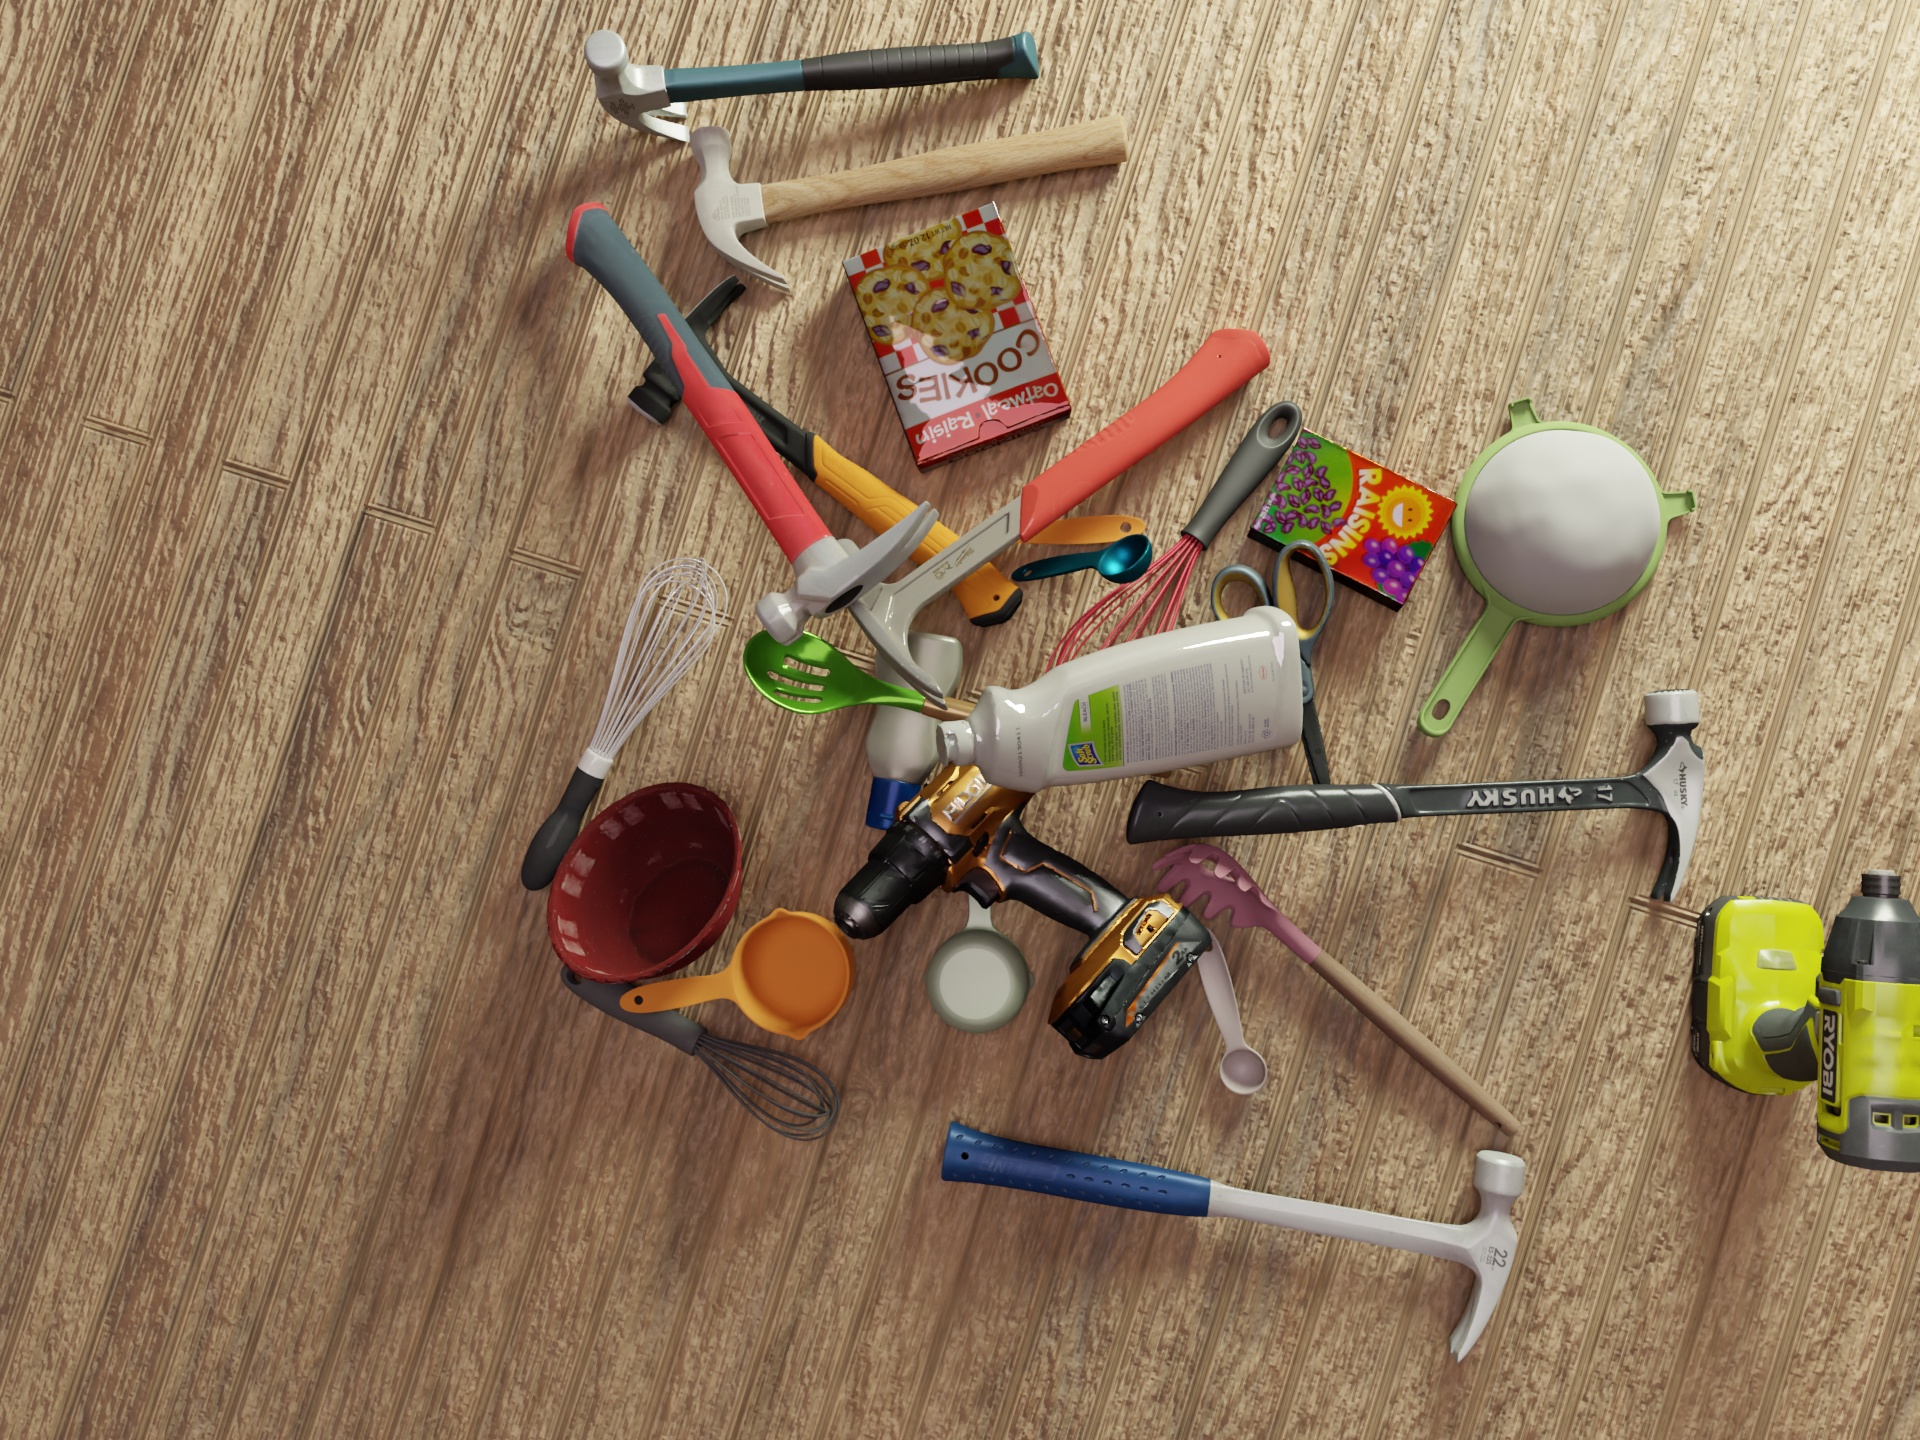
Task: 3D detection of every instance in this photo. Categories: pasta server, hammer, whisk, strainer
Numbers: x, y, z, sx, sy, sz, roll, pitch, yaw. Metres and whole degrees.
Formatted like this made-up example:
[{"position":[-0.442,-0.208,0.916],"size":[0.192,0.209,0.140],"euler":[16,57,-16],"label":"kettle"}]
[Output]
[{"position":[0.271,0.192,1.137],"size":[0.316,0.060,0.040],"euler":[41,55,4],"label":"pasta server"},{"position":[-0.037,-0.410,1.206],"size":[0.331,0.031,0.130],"euler":[-8,86,5],"label":"hammer"},{"position":[-0.196,0.241,1.180],"size":[0.239,0.055,0.055],"euler":[26,90,11],"label":"whisk"},{"position":[0.187,0.350,1.137],"size":[0.405,0.035,0.144],"euler":[8,87,6],"label":"hammer"},{"position":[0.320,0.062,1.119],"size":[0.409,0.036,0.149],"euler":[-3,88,-1],"label":"hammer"},{"position":[0.402,-0.100,1.124],"size":[0.151,0.069,0.256],"euler":[32,89,7],"label":"strainer"},{"position":[0.080,-0.163,1.142],"size":[0.359,0.036,0.149],"euler":[-36,66,-7],"label":"hammer"},{"position":[-0.259,0.004,1.194],"size":[0.070,0.070,0.284],"euler":[29,94,7],"label":"whisk"},{"position":[-0.104,-0.482,1.185],"size":[0.331,0.128,0.033],"euler":[-6,87,-4],"label":"hammer"},{"position":[0.159,-0.115,1.159],"size":[0.073,0.073,0.296],"euler":[36,84,7],"label":"whisk"},{"position":[-0.087,-0.190,1.198],"size":[0.337,0.034,0.127],"euler":[38,92,6],"label":"hammer"},{"position":[-0.170,-0.244,1.158],"size":[0.143,0.038,0.387],"euler":[-36,72,7],"label":"hammer"}]

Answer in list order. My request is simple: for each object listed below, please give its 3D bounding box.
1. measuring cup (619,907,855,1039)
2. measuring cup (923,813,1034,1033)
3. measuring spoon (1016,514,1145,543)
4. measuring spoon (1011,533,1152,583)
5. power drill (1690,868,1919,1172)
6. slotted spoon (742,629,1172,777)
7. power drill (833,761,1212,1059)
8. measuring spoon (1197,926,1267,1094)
[{"position":[-0.162,0.192,1.175],"size":[0.173,0.052,0.095],"euler":[-11,86,7],"label":"measuring cup"},{"position":[0.013,0.146,1.164],"size":[0.083,0.038,0.167],"euler":[1,88,6],"label":"measuring cup"},{"position":[0.080,-0.141,1.191],"size":[0.117,0.011,0.021],"euler":[-4,87,2],"label":"measuring spoon"},{"position":[0.089,-0.108,1.153],"size":[0.021,0.129,0.042],"euler":[50,55,-30],"label":"measuring spoon"},{"position":[0.547,0.178,1.016],"size":[0.080,0.223,0.171],"euler":[3,87,6],"label":"power drill"},{"position":[-0.002,-0.004,1.128],"size":[0.314,0.031,0.070],"euler":[15,54,0],"label":"slotted spoon"},{"position":[0.039,0.136,1.117],"size":[0.226,0.084,0.185],"euler":[43,65,7],"label":"power drill"},{"position":[0.193,0.209,1.152],"size":[0.034,0.018,0.124],"euler":[-17,86,18],"label":"measuring spoon"}]
